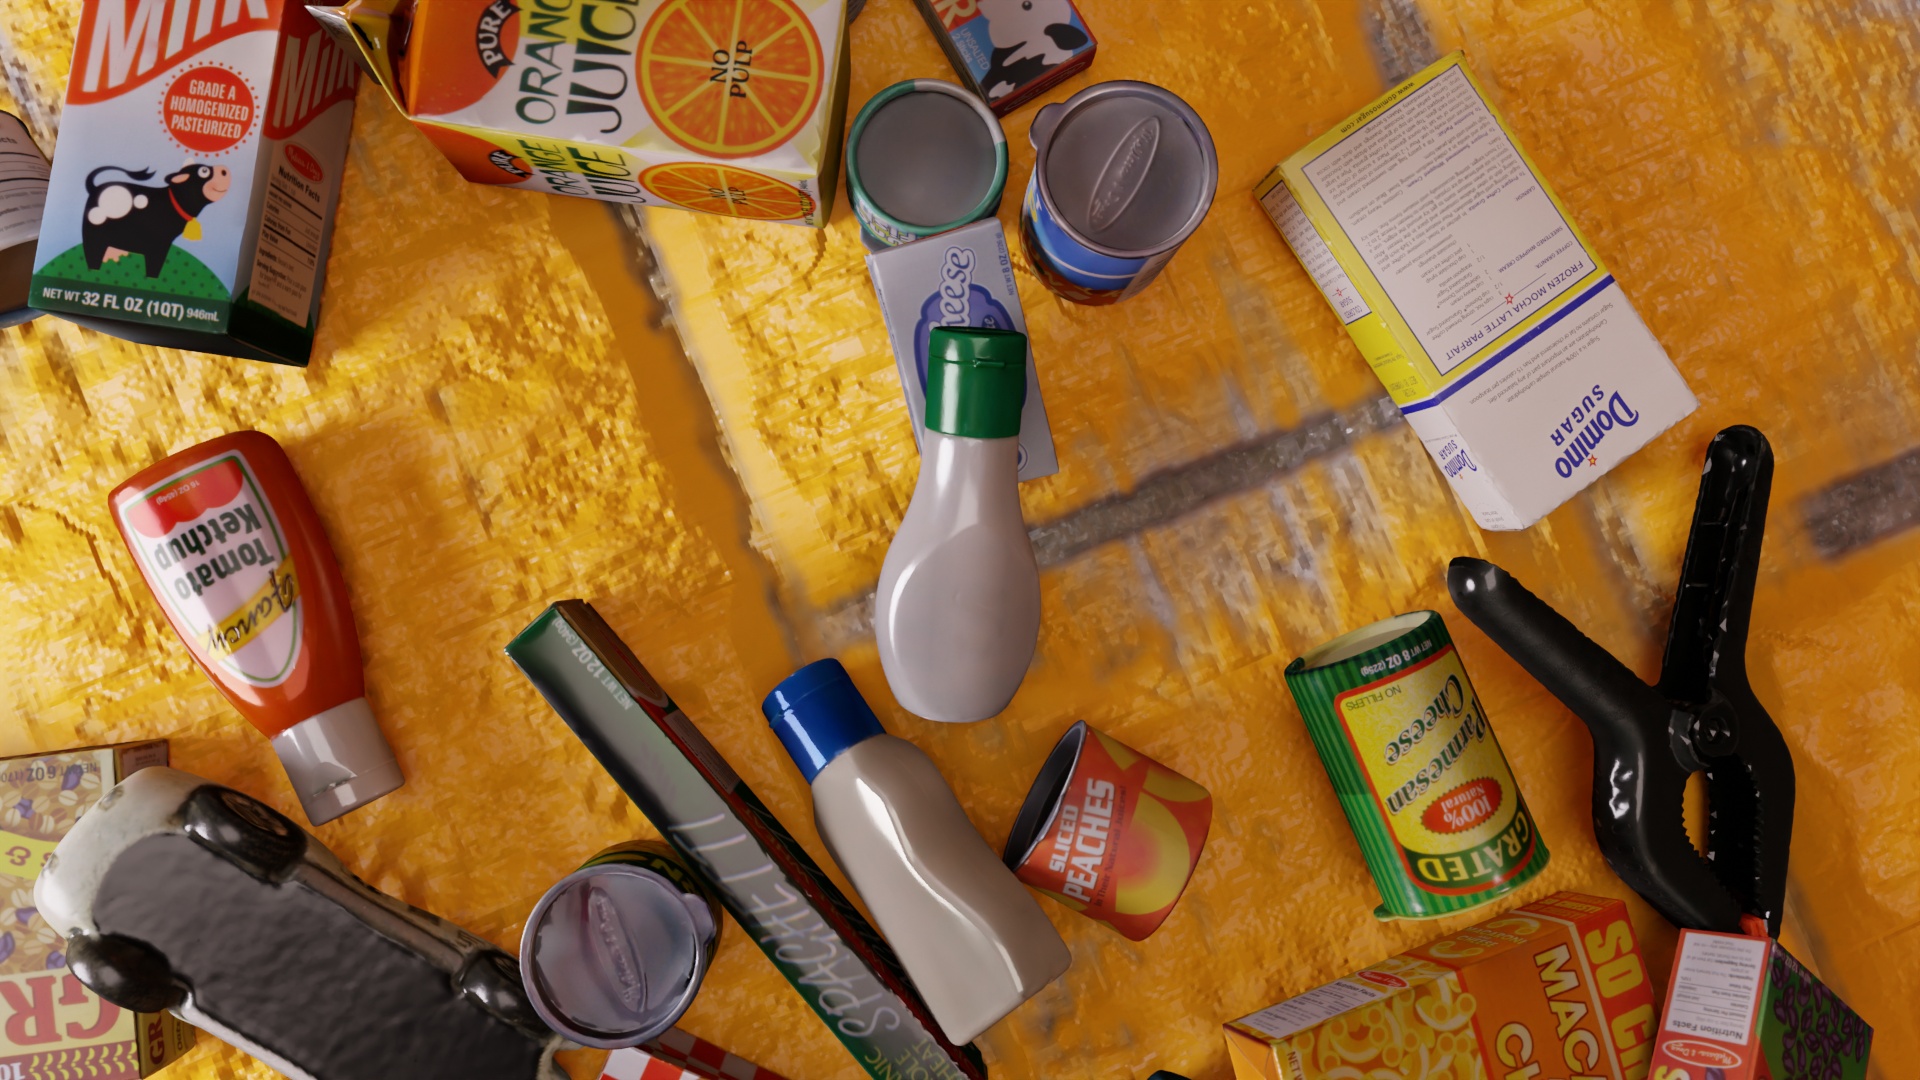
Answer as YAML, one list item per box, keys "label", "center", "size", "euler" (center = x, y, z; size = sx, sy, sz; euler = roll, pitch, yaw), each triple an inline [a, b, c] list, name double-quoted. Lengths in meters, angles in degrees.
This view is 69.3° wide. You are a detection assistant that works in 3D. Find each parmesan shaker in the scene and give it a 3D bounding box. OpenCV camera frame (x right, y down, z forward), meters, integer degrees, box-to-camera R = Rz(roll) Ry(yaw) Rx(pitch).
- label: "parmesan shaker"
  center: [0.174, 0.087, 0.543]
  size: [0.071, 0.071, 0.103]
  euler: [-24, 88, -4]

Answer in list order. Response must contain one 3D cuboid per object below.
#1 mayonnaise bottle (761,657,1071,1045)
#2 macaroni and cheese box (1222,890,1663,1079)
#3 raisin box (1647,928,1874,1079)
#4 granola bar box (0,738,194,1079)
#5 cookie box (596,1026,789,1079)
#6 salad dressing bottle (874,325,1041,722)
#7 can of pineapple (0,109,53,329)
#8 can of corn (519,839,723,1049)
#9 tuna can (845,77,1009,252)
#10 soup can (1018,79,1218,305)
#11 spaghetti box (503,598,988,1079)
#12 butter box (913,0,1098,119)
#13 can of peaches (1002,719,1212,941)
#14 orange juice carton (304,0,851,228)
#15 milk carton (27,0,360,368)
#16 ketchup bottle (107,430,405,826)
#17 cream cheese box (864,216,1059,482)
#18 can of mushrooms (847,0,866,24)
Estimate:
- label: "mayonnaise bottle"
  center: [-0.022, 0.113, 0.527]
  size: [0.041, 0.064, 0.148]
  euler: [-20, 67, -42]
- label: "macaroni and cheese box"
  center: [0.196, 0.220, 0.530]
  size: [0.167, 0.040, 0.123]
  euler: [-14, 88, -19]
- label: "raisin box"
  center: [0.298, 0.223, 0.523]
  size: [0.086, 0.040, 0.124]
  euler: [38, 64, -25]
- label: "granola bar box"
  center: [-0.387, 0.146, 0.522]
  size: [0.166, 0.039, 0.124]
  euler: [-6, 87, -3]
- label: "cookie box"
  center: [-0.108, 0.286, 0.529]
  size: [0.123, 0.040, 0.167]
  euler: [25, 86, -2]
- label: "salad dressing bottle"
  center: [0.002, -0.007, 0.530]
  size: [0.064, 0.044, 0.147]
  euler: [1, 104, -15]
- label: "can of pineapple"
  center: [-0.371, -0.119, 0.526]
  size: [0.071, 0.071, 0.058]
  euler: [-36, 90, -4]
- label: "can of corn"
  center: [-0.124, 0.150, 0.527]
  size: [0.071, 0.058, 0.071]
  euler: [0, 87, -3]
- label: "tuna can"
  center: [-0.015, -0.149, 0.563]
  size: [0.071, 0.033, 0.071]
  euler: [0, 86, -3]
- label: "soup can"
  center: [0.056, -0.133, 0.540]
  size: [0.071, 0.083, 0.071]
  euler: [0, 87, -3]
- label: "spaghetti box"
  center: [-0.079, 0.125, 0.535]
  size: [0.029, 0.050, 0.250]
  euler: [-41, 90, -2]
- label: "butter box"
  center: [0.008, -0.231, 0.573]
  size: [0.053, 0.024, 0.103]
  euler: [-30, 89, -4]
- label: "can of peaches"
  center: [0.056, 0.112, 0.533]
  size: [0.058, 0.071, 0.071]
  euler: [29, 86, -2]
- label: "orange juice carton"
  center: [-0.142, -0.177, 0.538]
  size: [0.193, 0.072, 0.073]
  euler: [7, 86, -3]
- label: "milk carton"
  center: [-0.282, -0.169, 0.529]
  size: [0.072, 0.073, 0.190]
  euler: [9, 86, -2]
- label: "ketchup bottle"
  center: [-0.263, 0.036, 0.533]
  size: [0.065, 0.043, 0.149]
  euler: [-27, 89, -5]
- label: "cream cheese box"
  center: [0.002, -0.070, 0.548]
  size: [0.053, 0.024, 0.103]
  euler: [-16, 108, -3]
- label: "can of mushrooms"
  center: [-0.070, -0.239, 0.565]
  size: [0.071, 0.033, 0.071]
  euler: [0, 88, -3]
